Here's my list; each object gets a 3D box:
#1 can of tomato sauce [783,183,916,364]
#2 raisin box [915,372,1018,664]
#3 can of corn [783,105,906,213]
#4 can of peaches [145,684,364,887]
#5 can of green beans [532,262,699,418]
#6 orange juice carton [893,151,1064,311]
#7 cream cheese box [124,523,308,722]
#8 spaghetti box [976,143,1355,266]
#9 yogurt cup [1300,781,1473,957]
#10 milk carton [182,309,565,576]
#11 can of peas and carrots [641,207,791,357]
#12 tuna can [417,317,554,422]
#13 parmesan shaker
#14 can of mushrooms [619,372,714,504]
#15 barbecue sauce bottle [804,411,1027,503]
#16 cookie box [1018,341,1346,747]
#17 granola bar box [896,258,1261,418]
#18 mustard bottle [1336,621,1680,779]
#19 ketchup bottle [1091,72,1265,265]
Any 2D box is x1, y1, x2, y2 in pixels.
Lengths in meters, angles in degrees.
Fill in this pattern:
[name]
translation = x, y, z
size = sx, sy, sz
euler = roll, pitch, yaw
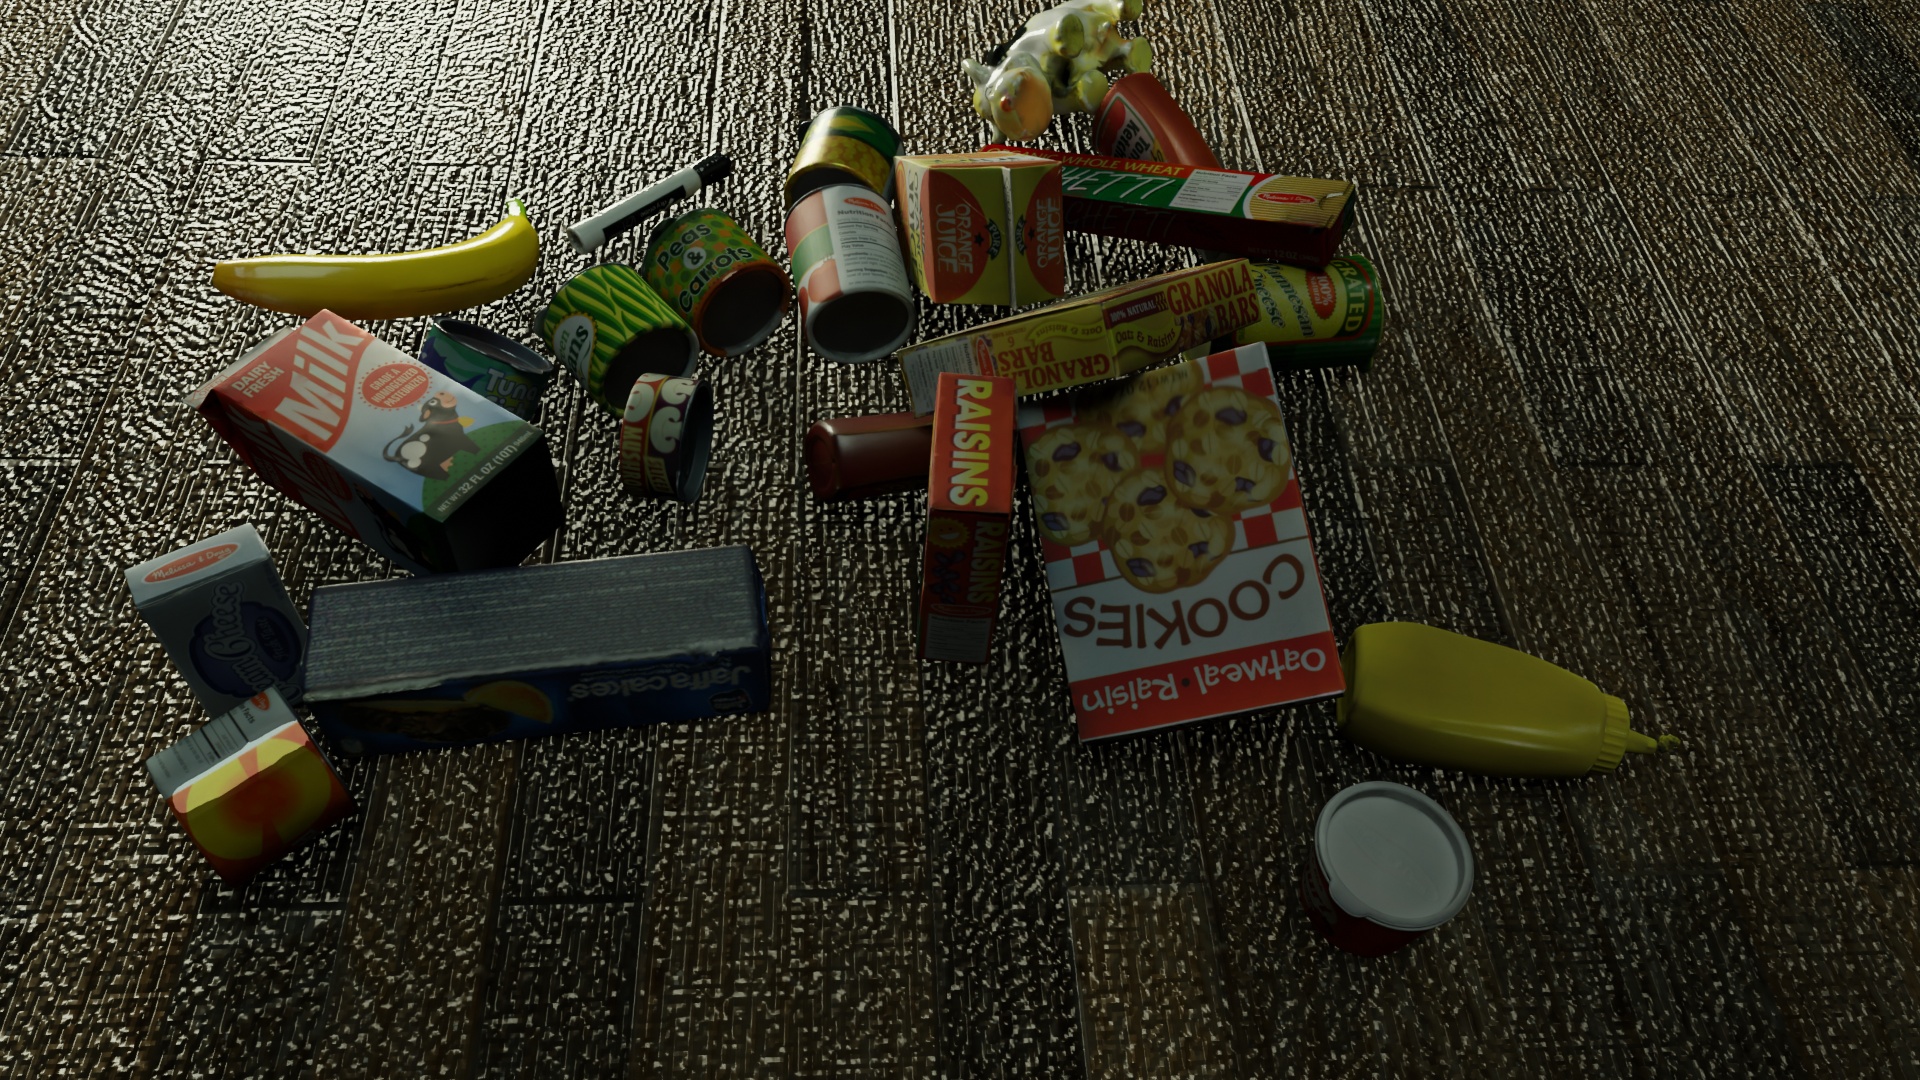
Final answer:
[can of tomato sauce]
translation = -0.065, -0.153, 0.811
size = 0.071, 0.070, 0.083
euler = -7, 58, -11
[raisin box]
translation = 0.002, -0.008, 0.671
size = 0.040, 0.122, 0.086
euler = 5, 52, -1
[can of corn]
translation = -0.074, -0.227, 0.866
size = 0.071, 0.070, 0.058
euler = 11, 53, 3
[can of peaches]
translation = -0.300, 0.106, 0.592
size = 0.058, 0.071, 0.071
euler = -34, 63, -27
[can of green beans]
translation = -0.187, -0.110, 0.766
size = 0.071, 0.071, 0.058
euler = -32, 62, -26
[orange juice carton]
translation = 0.010, -0.176, 0.773
size = 0.073, 0.071, 0.193
euler = -5, 18, -8
[cream cheese box]
translation = -0.320, 0.042, 0.614
size = 0.053, 0.103, 0.024
euler = -25, 57, -23
[spaghetti box]
translation = 0.112, -0.208, 0.850
size = 0.250, 0.028, 0.050
euler = 15, 51, 28
[yogurt cup]
translation = 0.183, 0.148, 0.611
size = 0.072, 0.053, 0.073
euler = 3, 53, -3
[milk carton]
translation = -0.302, -0.051, 0.706
size = 0.191, 0.073, 0.073
euler = 29, 55, 16
[can of peas and carrots]
translation = -0.141, -0.149, 0.798
size = 0.071, 0.070, 0.059
euler = -31, 62, -25
[tuna can]
translation = -0.254, -0.090, 0.744
size = 0.071, 0.032, 0.071
euler = 25, 11, -5
[parmesan shaker]
translation = 0.187, -0.129, 0.818
size = 0.103, 0.071, 0.071
euler = -6, 54, -9
[can of mushrooms]
translation = -0.153, -0.052, 0.725
size = 0.033, 0.070, 0.071
euler = 8, 52, 2
[barbecue sauce bottle]
translation = -0.005, -0.051, 0.745
size = 0.149, 0.065, 0.043
euler = -9, 94, -21
[cookie box]
translation = 0.103, 0.004, 0.660
size = 0.123, 0.040, 0.167
euler = -13, 78, 14
[granola bar box]
translation = 0.066, -0.108, 0.727
size = 0.124, 0.039, 0.166
euler = -7, 12, 37
[mustard bottle]
translation = 0.265, 0.085, 0.671
size = 0.160, 0.048, 0.065
euler = 13, 53, 4
[ketchup bottle]
translation = 0.142, -0.230, 0.895
size = 0.044, 0.064, 0.149
euler = -21, 65, -25
